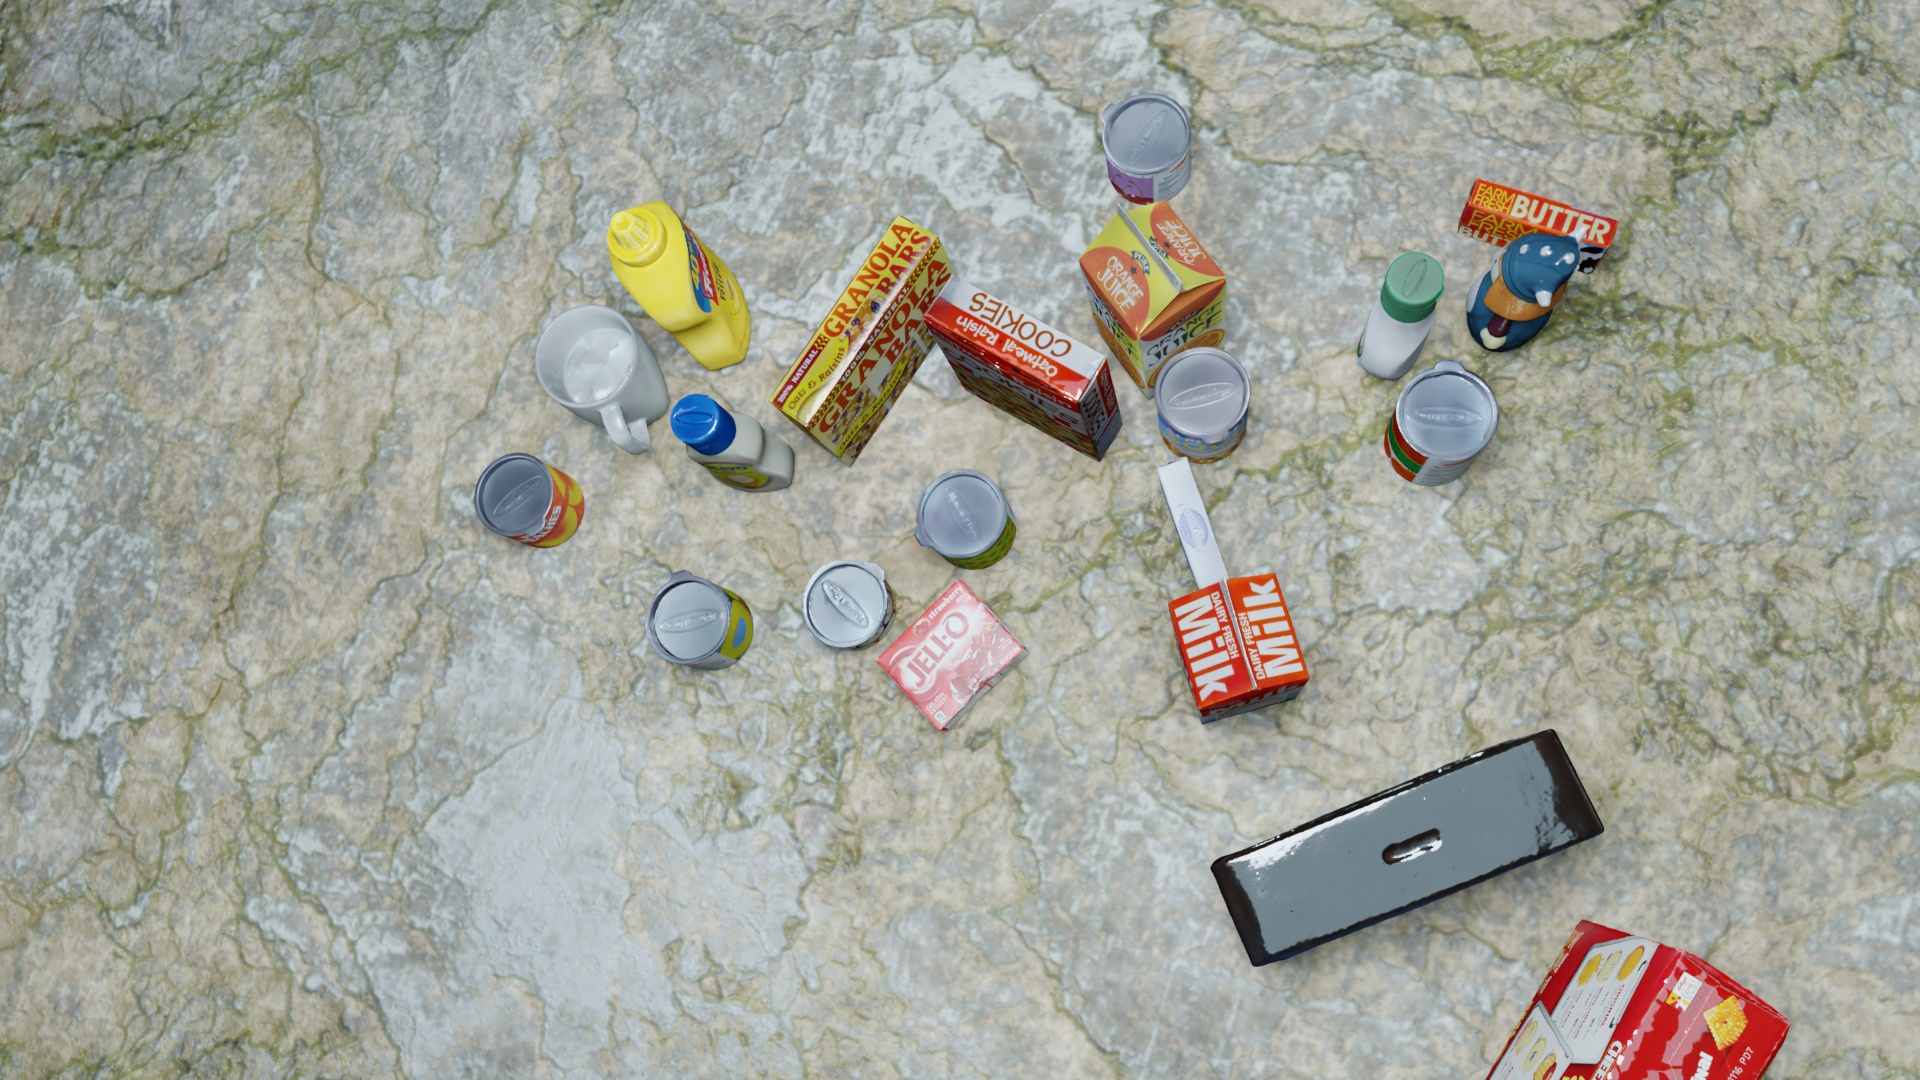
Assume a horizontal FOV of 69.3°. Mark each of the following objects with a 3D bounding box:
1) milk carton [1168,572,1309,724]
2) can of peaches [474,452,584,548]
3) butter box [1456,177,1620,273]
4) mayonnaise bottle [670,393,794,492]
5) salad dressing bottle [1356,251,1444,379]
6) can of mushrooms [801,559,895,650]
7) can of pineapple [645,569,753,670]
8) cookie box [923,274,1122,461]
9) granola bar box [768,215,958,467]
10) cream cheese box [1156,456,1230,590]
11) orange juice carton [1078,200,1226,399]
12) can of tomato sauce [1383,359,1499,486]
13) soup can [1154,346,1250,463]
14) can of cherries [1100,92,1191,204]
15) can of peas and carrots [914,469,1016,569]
[{"bbox_3d":[0.182,0.072,0.915,0.073,0.190,0.072,-17,77,7],"label":"milk carton"},{"bbox_3d":[-0.338,-0.029,1.096,0.071,0.058,0.071,-2,79,10],"label":"can of peaches"},{"bbox_3d":[0.416,-0.227,1.005,0.103,0.053,0.024,22,84,14],"label":"butter box"},{"bbox_3d":[-0.172,-0.071,1.029,0.065,0.148,0.041,1,80,10],"label":"mayonnaise bottle"},{"bbox_3d":[0.305,-0.156,0.962,0.044,0.147,0.064,28,85,14],"label":"salad dressing bottle"},{"bbox_3d":[-0.082,0.048,1.048,0.071,0.033,0.071,-2,79,10],"label":"can of mushrooms"},{"bbox_3d":[-0.196,0.062,1.053,0.071,0.058,0.071,-2,79,10],"label":"can of pineapple"},{"bbox_3d":[0.049,-0.118,0.989,0.123,0.167,0.040,30,86,14],"label":"cookie box"},{"bbox_3d":[-0.066,-0.146,1.038,0.039,0.124,0.165,33,86,14],"label":"granola bar box"},{"bbox_3d":[0.170,-0.005,1.004,0.024,0.053,0.104,-19,76,6],"label":"cream cheese box"},{"bbox_3d":[0.136,-0.171,0.972,0.073,0.192,0.072,-34,75,2],"label":"orange juice carton"},{"bbox_3d":[0.335,-0.080,0.975,0.071,0.083,0.071,-2,79,10],"label":"can of tomato sauce"},{"bbox_3d":[0.176,-0.093,1.005,0.071,0.083,0.071,-2,79,10],"label":"soup can"},{"bbox_3d":[0.142,-0.301,1.066,0.071,0.058,0.071,-2,79,10],"label":"can of cherries"},{"bbox_3d":[0.004,-0.013,1.032,0.071,0.058,0.071,-2,79,10],"label":"can of peas and carrots"}]
